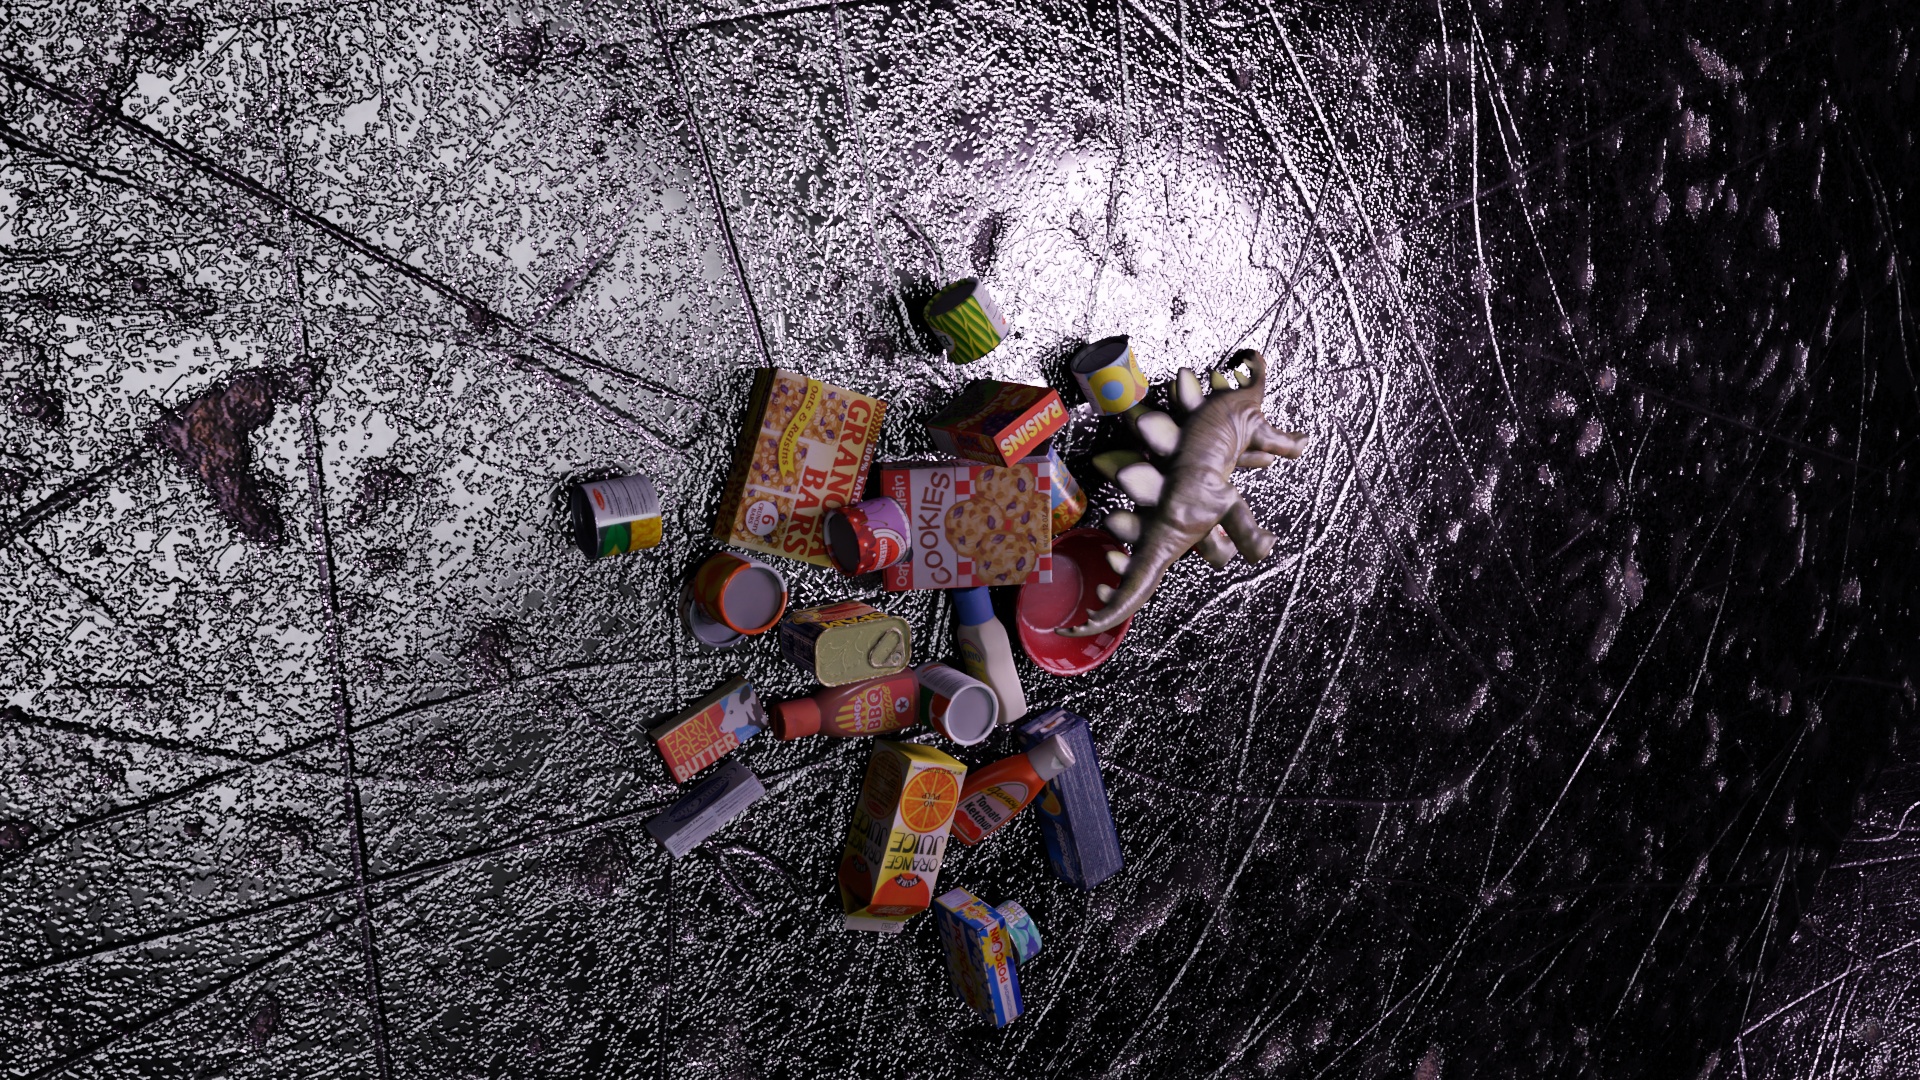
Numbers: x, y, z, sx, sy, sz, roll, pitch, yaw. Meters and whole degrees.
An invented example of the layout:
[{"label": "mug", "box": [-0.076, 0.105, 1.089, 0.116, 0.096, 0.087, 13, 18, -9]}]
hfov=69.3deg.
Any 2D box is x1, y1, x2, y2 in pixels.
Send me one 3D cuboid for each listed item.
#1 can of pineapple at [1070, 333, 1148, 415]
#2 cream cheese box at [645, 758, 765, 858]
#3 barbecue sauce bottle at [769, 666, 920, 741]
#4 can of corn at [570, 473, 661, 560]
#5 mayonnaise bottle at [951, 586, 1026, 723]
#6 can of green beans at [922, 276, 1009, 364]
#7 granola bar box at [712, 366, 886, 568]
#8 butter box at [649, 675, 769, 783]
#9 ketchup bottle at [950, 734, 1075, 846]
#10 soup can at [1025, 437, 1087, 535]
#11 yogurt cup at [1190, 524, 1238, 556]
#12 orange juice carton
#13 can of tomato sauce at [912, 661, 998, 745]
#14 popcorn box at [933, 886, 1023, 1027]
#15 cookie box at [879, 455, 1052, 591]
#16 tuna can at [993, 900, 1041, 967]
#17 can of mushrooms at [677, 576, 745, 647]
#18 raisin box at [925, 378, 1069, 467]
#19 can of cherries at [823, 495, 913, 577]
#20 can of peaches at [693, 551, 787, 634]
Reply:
[{"label": "can of pineapple", "box": [0.158, -0.173, 1.457, 0.071, 0.071, 0.057, -42, 121, -19]}, {"label": "cream cheese box", "box": [-0.237, 0.250, 1.296, 0.104, 0.053, 0.024, -36, 116, -22]}, {"label": "barbecue sauce bottle", "box": [-0.113, 0.165, 1.366, 0.149, 0.044, 0.064, -8, 106, -32]}, {"label": "can of corn", "box": [-0.296, -0.020, 1.193, 0.058, 0.071, 0.071, -13, 107, -31]}, {"label": "mayonnaise bottle", "box": [0.026, 0.114, 1.438, 0.041, 0.065, 0.147, -25, 109, -29]}, {"label": "can of green beans", "box": [0.005, -0.214, 1.348, 0.071, 0.071, 0.057, -46, 120, -17]}, {"label": "granola bar box", "box": [-0.149, -0.067, 1.295, 0.124, 0.039, 0.165, 15, 92, -36]}, {"label": "butter box", "box": [-0.235, 0.176, 1.300, 0.104, 0.024, 0.053, -33, 116, -24]}, {"label": "ketchup bottle", "box": [0.050, 0.257, 1.456, 0.148, 0.044, 0.064, -35, 112, 9]}, {"label": "soup can", "box": [0.086, -0.057, 1.434, 0.071, 0.071, 0.083, -48, 122, -16]}, {"label": "yogurt cup", "box": [0.283, -0.014, 1.578, 0.054, 0.072, 0.072, 28, 84, -26]}, {"label": "orange juice carton", "box": [-0.065, 0.306, 1.411, 0.072, 0.073, 0.192, 14, 93, -35]}, {"label": "can of tomato sauce", "box": [-0.010, 0.167, 1.410, 0.071, 0.083, 0.071, -8, 104, -32]}, {"label": "popcorn box", "box": [0.019, 0.446, 1.489, 0.038, 0.085, 0.126, -22, 111, -29]}, {"label": "cookie box", "box": [0.005, -0.017, 1.366, 0.168, 0.040, 0.122, -3, 103, -6]}, {"label": "tuna can", "box": [0.056, 0.428, 1.521, 0.033, 0.071, 0.070, -27, 114, -27]}, {"label": "can of mushrooms", "box": [-0.223, 0.060, 1.276, 0.071, 0.033, 0.071, -8, 105, -31]}, {"label": "raisin box", "box": [0.035, -0.115, 1.354, 0.086, 0.123, 0.040, -39, 118, -21]}, {"label": "can of cherries", "box": [-0.085, -0.002, 1.284, 0.058, 0.071, 0.071, -14, 108, -34]}, {"label": "can of peaches", "box": [-0.197, 0.049, 1.235, 0.071, 0.058, 0.071, -7, 102, -33]}]
